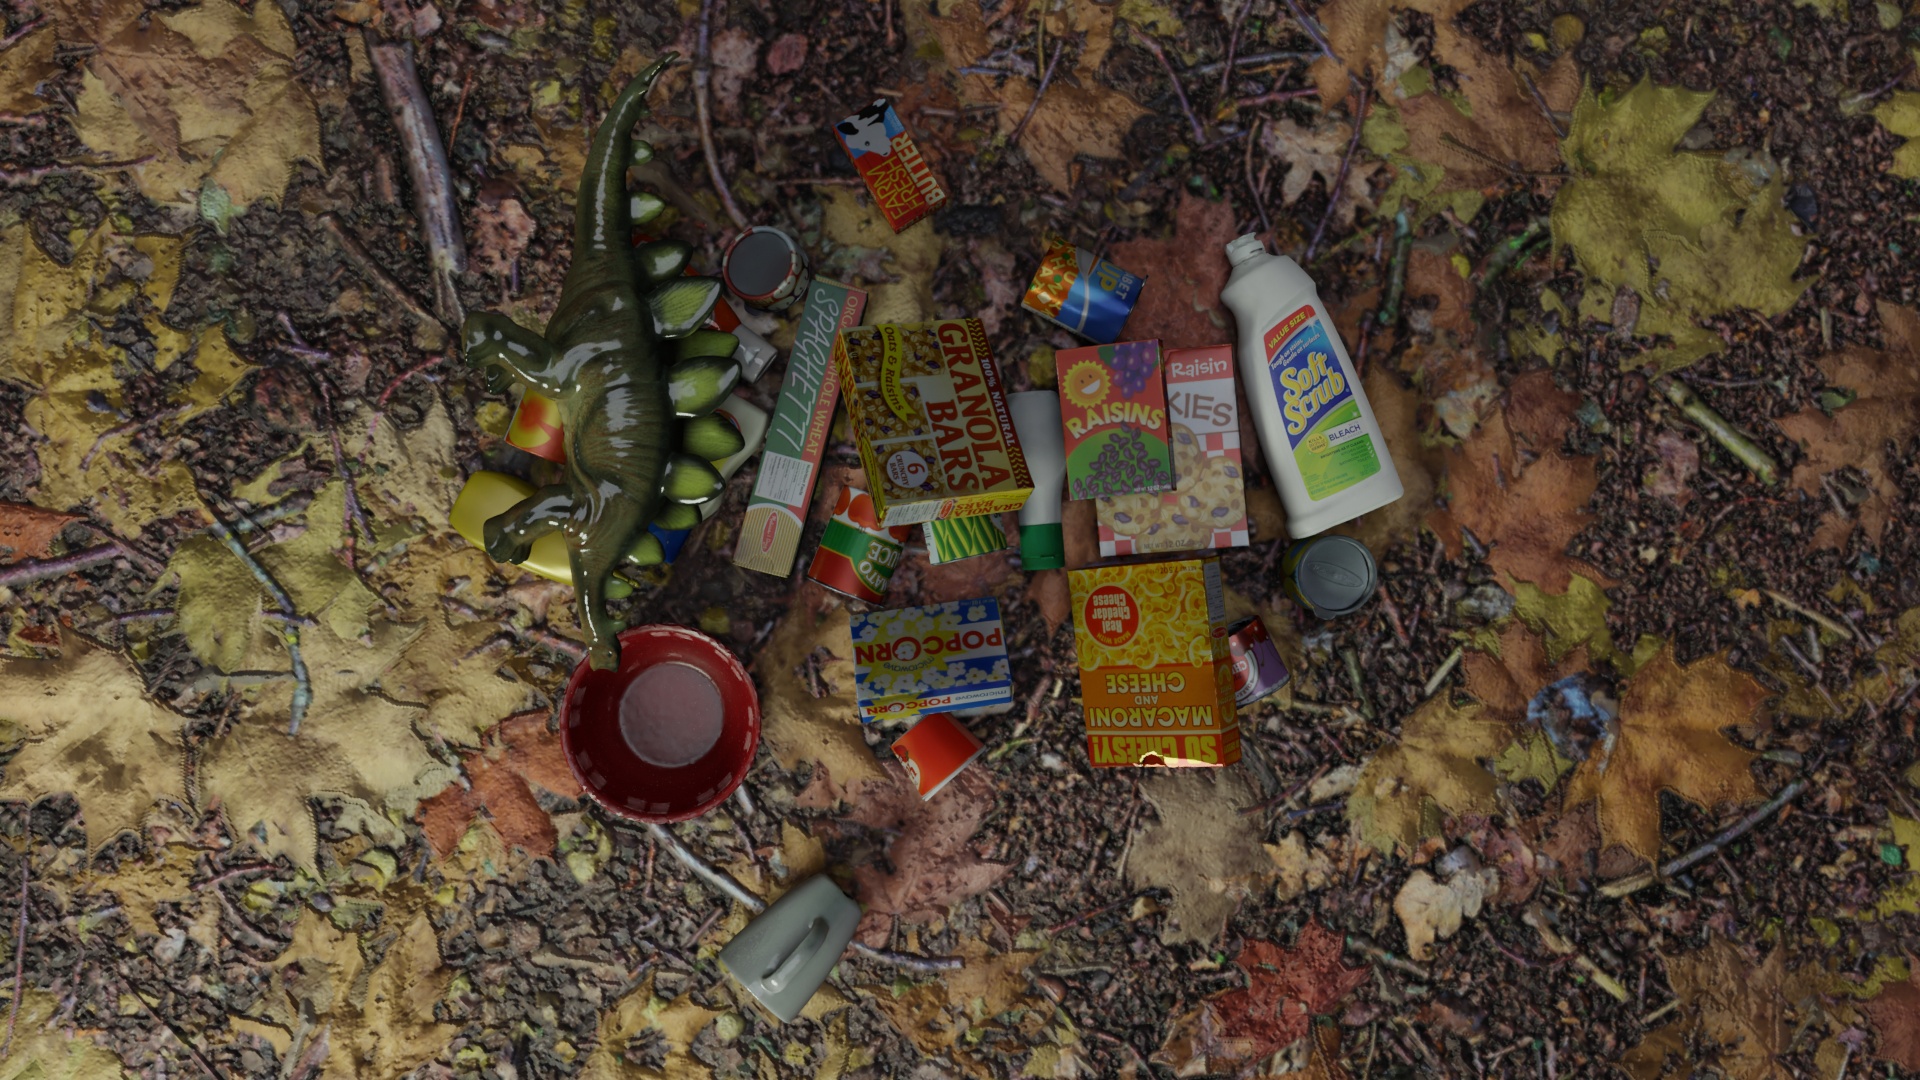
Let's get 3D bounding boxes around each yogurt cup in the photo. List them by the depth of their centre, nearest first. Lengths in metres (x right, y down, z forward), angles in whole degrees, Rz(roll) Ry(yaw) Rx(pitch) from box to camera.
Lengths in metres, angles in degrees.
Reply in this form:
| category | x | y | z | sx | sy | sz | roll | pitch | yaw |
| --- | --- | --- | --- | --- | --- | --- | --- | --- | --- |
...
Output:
| category | x | y | z | sx | sy | sz | roll | pitch | yaw |
| --- | --- | --- | --- | --- | --- | --- | --- | --- | --- |
| yogurt cup | -0.020 | 0.173 | 1.144 | 0.072 | 0.072 | 0.054 | -40 | 84 | -2 |

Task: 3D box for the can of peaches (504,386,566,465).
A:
| category | x | y | z | sx | sy | sz | roll | pitch | yaw |
| --- | --- | --- | --- | --- | --- | --- | --- | --- | --- |
| can of peaches | -0.327 | -0.095 | 1.129 | 0.071 | 0.071 | 0.058 | 22 | 89 | -2 |

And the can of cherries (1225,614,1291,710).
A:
| category | x | y | z | sx | sy | sz | roll | pitch | yaw |
| --- | --- | --- | --- | --- | --- | --- | --- | --- | --- |
| can of cherries | 0.231 | 0.102 | 1.152 | 0.071 | 0.071 | 0.058 | -27 | 91 | -2 |

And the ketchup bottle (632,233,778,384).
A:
| category | x | y | z | sx | sy | sz | roll | pitch | yaw |
| --- | --- | --- | --- | --- | --- | --- | --- | --- | --- |
| ketchup bottle | -0.221 | -0.186 | 1.148 | 0.149 | 0.043 | 0.065 | 36 | 84 | -2 |

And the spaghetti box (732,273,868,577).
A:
| category | x | y | z | sx | sy | sz | roll | pitch | yaw |
| --- | --- | --- | --- | --- | --- | --- | --- | --- | --- |
| spaghetti box | -0.132 | -0.095 | 1.158 | 0.050 | 0.028 | 0.250 | 16 | 89 | -2 |

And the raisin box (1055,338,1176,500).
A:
| category | x | y | z | sx | sy | sz | roll | pitch | yaw |
| --- | --- | --- | --- | --- | --- | --- | --- | --- | --- |
| raisin box | 0.126 | -0.097 | 1.121 | 0.086 | 0.040 | 0.123 | -6 | 91 | 14 |

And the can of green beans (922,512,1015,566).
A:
| category | x | y | z | sx | sy | sz | roll | pitch | yaw |
| --- | --- | --- | --- | --- | --- | --- | --- | --- | --- |
| can of green beans | 0.002 | -0.014 | 1.145 | 0.071 | 0.071 | 0.058 | -12 | 90 | -3 |

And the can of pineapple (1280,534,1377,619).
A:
| category | x | y | z | sx | sy | sz | roll | pitch | yaw |
| --- | --- | --- | --- | --- | --- | --- | --- | --- | --- |
| can of pineapple | 0.306 | 0.029 | 1.163 | 0.071 | 0.058 | 0.071 | 0 | 90 | -2 |

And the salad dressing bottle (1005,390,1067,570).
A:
| category | x | y | z | sx | sy | sz | roll | pitch | yaw |
| --- | --- | --- | --- | --- | --- | --- | --- | --- | --- |
| salad dressing bottle | 0.064 | -0.050 | 1.160 | 0.064 | 0.044 | 0.147 | -4 | 91 | -9 |

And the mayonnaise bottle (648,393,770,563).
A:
| category | x | y | z | sx | sy | sz | roll | pitch | yaw |
| --- | --- | --- | --- | --- | --- | --- | --- | --- | --- |
| mayonnaise bottle | -0.217 | -0.053 | 1.147 | 0.065 | 0.041 | 0.148 | 29 | 88 | -2 |

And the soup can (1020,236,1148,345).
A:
| category | x | y | z | sx | sy | sz | roll | pitch | yaw |
| --- | --- | --- | --- | --- | --- | --- | --- | --- | --- |
| soup can | 0.102 | -0.207 | 1.150 | 0.084 | 0.071 | 0.071 | 27 | 89 | -2 |

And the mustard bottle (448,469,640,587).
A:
| category | x | y | z | sx | sy | sz | roll | pitch | yaw |
| --- | --- | --- | --- | --- | --- | --- | --- | --- | --- |
| mustard bottle | -0.335 | 0.002 | 1.137 | 0.160 | 0.049 | 0.065 | 30 | 89 | -3 |

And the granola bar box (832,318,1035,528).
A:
| category | x | y | z | sx | sy | sz | roll | pitch | yaw |
| --- | --- | --- | --- | --- | --- | --- | --- | --- | --- |
| granola bar box | -0.023 | -0.098 | 1.111 | 0.124 | 0.039 | 0.166 | -7 | 65 | -20 |

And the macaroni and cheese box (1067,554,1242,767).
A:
| category | x | y | z | sx | sy | sz | roll | pitch | yaw |
| --- | --- | --- | --- | --- | --- | --- | --- | --- | --- |
| macaroni and cheese box | 0.157 | 0.100 | 1.133 | 0.123 | 0.040 | 0.166 | -7 | 90 | 34 |

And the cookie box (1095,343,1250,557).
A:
| category | x | y | z | sx | sy | sz | roll | pitch | yaw |
| --- | --- | --- | --- | --- | --- | --- | --- | --- | --- |
| cookie box | 0.172 | -0.074 | 1.154 | 0.123 | 0.040 | 0.167 | -5 | 90 | 10 |

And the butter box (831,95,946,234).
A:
| category | x | y | z | sx | sy | sz | roll | pitch | yaw |
| --- | --- | --- | --- | --- | --- | --- | --- | --- | --- |
| butter box | -0.059 | -0.315 | 1.166 | 0.053 | 0.024 | 0.103 | -31 | 91 | -3 |

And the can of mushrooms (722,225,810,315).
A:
| category | x | y | z | sx | sy | sz | roll | pitch | yaw |
| --- | --- | --- | --- | --- | --- | --- | --- | --- | --- |
| can of mushrooms | -0.161 | -0.222 | 1.145 | 0.071 | 0.033 | 0.071 | -3 | 79 | 15 |

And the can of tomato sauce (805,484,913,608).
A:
| category | x | y | z | sx | sy | sz | roll | pitch | yaw |
| --- | --- | --- | --- | --- | --- | --- | --- | --- | --- |
| can of tomato sauce | -0.079 | 0.005 | 1.140 | 0.071 | 0.071 | 0.083 | 22 | 88 | -2 |

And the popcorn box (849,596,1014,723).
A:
| category | x | y | z | sx | sy | sz | roll | pitch | yaw |
| --- | --- | --- | --- | --- | --- | --- | --- | --- | --- |
| popcorn box | -0.025 | 0.097 | 1.135 | 0.127 | 0.038 | 0.085 | -8 | 52 | -2 |
